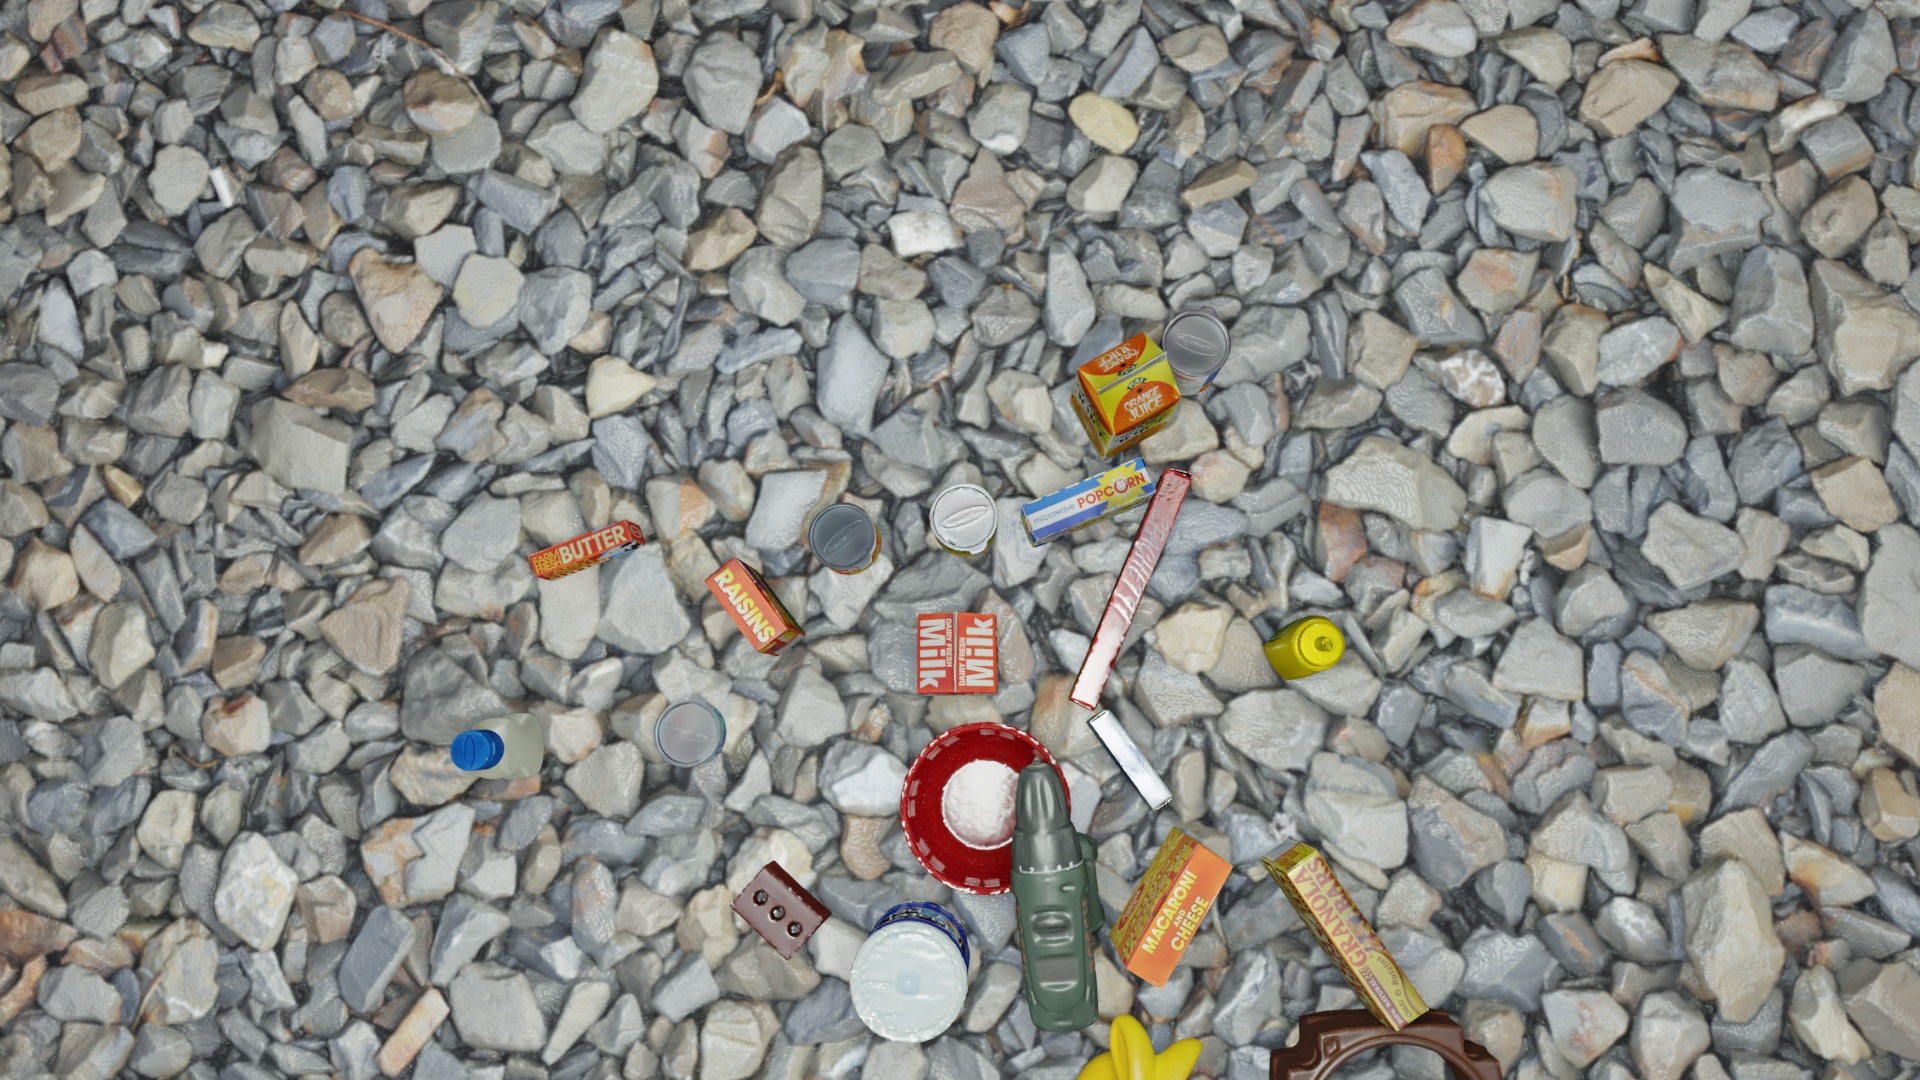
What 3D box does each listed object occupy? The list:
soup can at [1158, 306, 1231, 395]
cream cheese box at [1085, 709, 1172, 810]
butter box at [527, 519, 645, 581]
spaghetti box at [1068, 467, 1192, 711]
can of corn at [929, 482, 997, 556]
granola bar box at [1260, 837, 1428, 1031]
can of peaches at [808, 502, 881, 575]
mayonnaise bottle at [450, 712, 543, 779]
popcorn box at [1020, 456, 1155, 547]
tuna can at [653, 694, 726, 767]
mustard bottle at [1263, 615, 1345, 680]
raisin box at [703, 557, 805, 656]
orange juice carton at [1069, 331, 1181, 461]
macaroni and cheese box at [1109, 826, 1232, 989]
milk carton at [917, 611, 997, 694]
[{"bbox_3d":[0.228,-0.186,1.369,0.071,0.083,0.071,0,83,2],"label":"soup can"},{"bbox_3d":[0.161,0.209,1.333,0.024,0.053,0.104,-36,83,-3],"label":"cream cheese box"},{"bbox_3d":[-0.369,0.010,1.374,0.103,0.053,0.024,-21,83,-1],"label":"butter box"},{"bbox_3d":[0.166,0.047,1.357,0.029,0.050,0.250,23,84,4],"label":"spaghetti box"},{"bbox_3d":[0.005,-0.017,1.365,0.071,0.058,0.071,0,83,2],"label":"can of corn"},{"bbox_3d":[0.347,0.357,1.273,0.039,0.124,0.165,-34,83,-3],"label":"granola bar box"},{"bbox_3d":[-0.112,0.001,1.366,0.071,0.058,0.071,0,83,2],"label":"can of peaches"},{"bbox_3d":[-0.433,0.194,1.303,0.041,0.148,0.065,-5,83,1],"label":"mayonnaise bottle"},{"bbox_3d":[0.122,-0.036,1.351,0.127,0.085,0.038,-22,83,-1],"label":"popcorn box"},{"bbox_3d":[-0.263,0.186,1.358,0.071,0.033,0.071,0,83,1],"label":"tuna can"},{"bbox_3d":[0.326,0.097,1.290,0.065,0.160,0.049,-34,83,-2],"label":"mustard bottle"},{"bbox_3d":[-0.194,0.066,1.326,0.040,0.123,0.086,-37,83,-3],"label":"raisin box"},{"bbox_3d":[0.154,-0.137,1.309,0.072,0.192,0.073,-28,83,-2],"label":"orange juice carton"},{"bbox_3d":[0.187,0.329,1.260,0.040,0.166,0.124,31,85,5],"label":"macaroni and cheese box"},{"bbox_3d":[-0.002,0.107,1.282,0.073,0.190,0.072,0,83,2],"label":"milk carton"}]
